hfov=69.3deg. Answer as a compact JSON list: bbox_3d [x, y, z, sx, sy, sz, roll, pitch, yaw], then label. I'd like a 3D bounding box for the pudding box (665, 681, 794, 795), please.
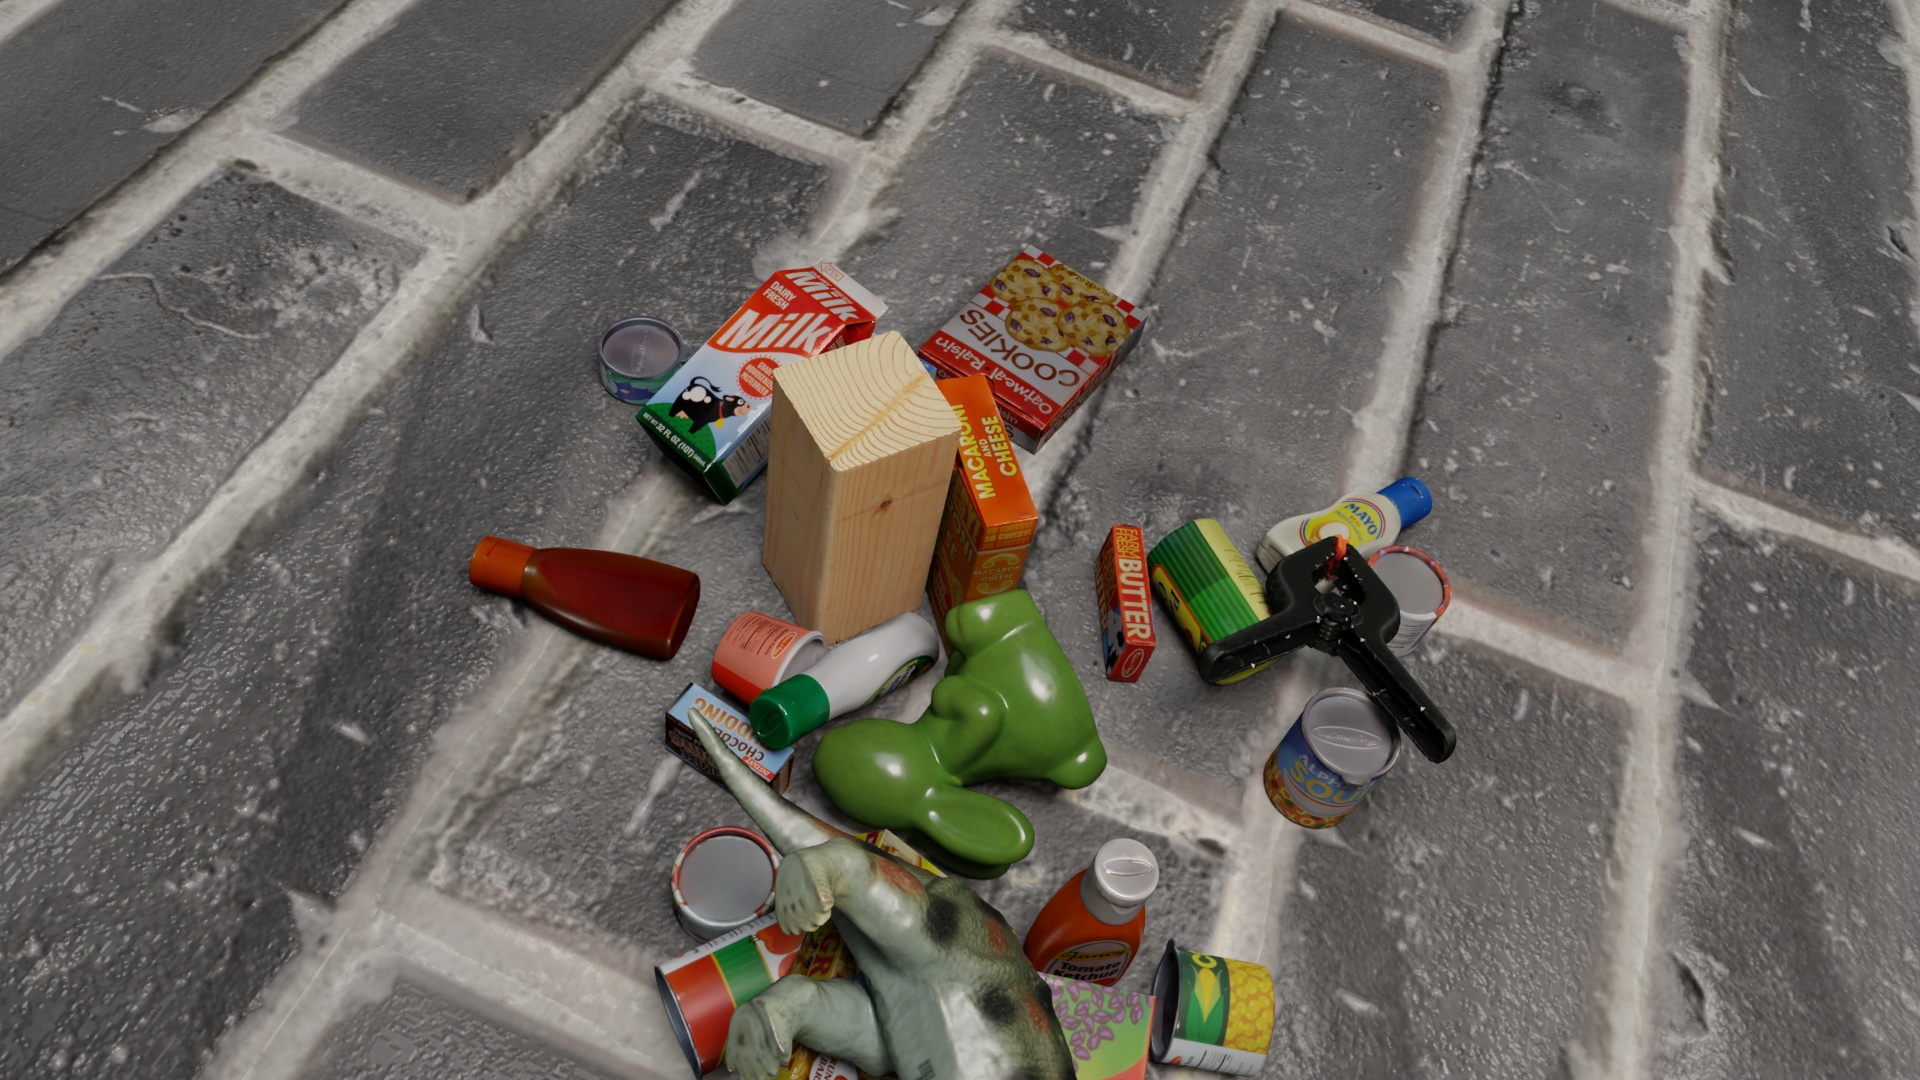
[{"bbox_3d":[-0.149,0.133,0.891,0.084,0.049,0.030,32,54,12],"label":"pudding box"}]

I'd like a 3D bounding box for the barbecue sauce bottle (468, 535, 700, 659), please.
[{"bbox_3d":[-0.257,0.033,0.948,0.148,0.043,0.065,15,53,2],"label":"barbecue sauce bottle"}]

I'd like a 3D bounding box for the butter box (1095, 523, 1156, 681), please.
[{"bbox_3d":[0.118,0.044,1.001,0.024,0.052,0.104,5,54,-9],"label":"butter box"}]

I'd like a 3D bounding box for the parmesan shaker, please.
[{"bbox_3d":[0.187,0.044,1.008,0.071,0.071,0.103,-18,59,-21],"label":"parmesan shaker"}]

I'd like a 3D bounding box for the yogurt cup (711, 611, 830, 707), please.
[{"bbox_3d":[-0.129,0.082,0.924,0.054,0.072,0.073,24,54,17],"label":"yogurt cup"}]

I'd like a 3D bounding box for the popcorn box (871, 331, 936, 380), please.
[{"bbox_3d":[-0.095,-0.131,1.098,0.127,0.038,0.085,31,54,13],"label":"popcorn box"}]

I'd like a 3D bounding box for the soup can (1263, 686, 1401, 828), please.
[{"bbox_3d":[0.247,0.149,0.930,0.071,0.083,0.072,5,54,-6],"label":"soup can"}]

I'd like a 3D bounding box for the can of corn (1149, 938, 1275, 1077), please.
[{"bbox_3d":[0.149,0.279,0.829,0.058,0.070,0.071,12,54,-3],"label":"can of corn"}]

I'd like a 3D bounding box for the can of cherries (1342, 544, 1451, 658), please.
[{"bbox_3d":[0.323,0.043,1.035,0.071,0.058,0.072,5,55,-7],"label":"can of cherries"}]

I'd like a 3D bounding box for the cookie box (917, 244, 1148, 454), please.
[{"bbox_3d":[0.059,-0.161,1.146,0.123,0.040,0.168,33,56,14],"label":"cookie box"}]

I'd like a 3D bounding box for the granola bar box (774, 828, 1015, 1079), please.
[{"bbox_3d":[-0.041,0.267,0.781,0.124,0.039,0.166,44,48,-27],"label":"granola bar box"}]

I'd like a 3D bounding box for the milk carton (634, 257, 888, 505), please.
[{"bbox_3d":[-0.141,-0.126,1.026,0.072,0.073,0.191,39,78,15],"label":"milk carton"}]

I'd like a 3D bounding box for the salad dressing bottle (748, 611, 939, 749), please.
[{"bbox_3d":[-0.074,0.091,0.907,0.148,0.064,0.044,-26,76,-49],"label":"salad dressing bottle"}]

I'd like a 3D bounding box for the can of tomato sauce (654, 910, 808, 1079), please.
[{"bbox_3d":[-0.123,0.259,0.796,0.083,0.070,0.071,-21,61,-24],"label":"can of tomato sauce"}]

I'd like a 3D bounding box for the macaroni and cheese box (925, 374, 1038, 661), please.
[{"bbox_3d":[0.003,-0.012,0.950,0.040,0.165,0.124,-9,57,-15],"label":"macaroni and cheese box"}]

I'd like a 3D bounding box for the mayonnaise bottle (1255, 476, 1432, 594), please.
[{"bbox_3d":[0.303,-0.007,1.078,0.148,0.041,0.065,-26,65,-25],"label":"mayonnaise bottle"}]

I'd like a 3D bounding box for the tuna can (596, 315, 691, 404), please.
[{"bbox_3d":[-0.245,-0.140,1.080,0.071,0.032,0.071,5,54,-7],"label":"tuna can"}]

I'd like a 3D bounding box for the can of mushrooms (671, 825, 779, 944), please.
[{"bbox_3d":[-0.143,0.208,0.848,0.071,0.033,0.071,4,54,-6],"label":"can of mushrooms"}]

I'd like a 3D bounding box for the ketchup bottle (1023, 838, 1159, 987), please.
[{"bbox_3d":[0.079,0.220,0.809,0.065,0.148,0.044,2,53,-9],"label":"ketchup bottle"}]

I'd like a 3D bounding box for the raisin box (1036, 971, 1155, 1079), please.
[{"bbox_3d":[0.059,0.315,0.790,0.086,0.040,0.124,13,66,-2],"label":"raisin box"}]
